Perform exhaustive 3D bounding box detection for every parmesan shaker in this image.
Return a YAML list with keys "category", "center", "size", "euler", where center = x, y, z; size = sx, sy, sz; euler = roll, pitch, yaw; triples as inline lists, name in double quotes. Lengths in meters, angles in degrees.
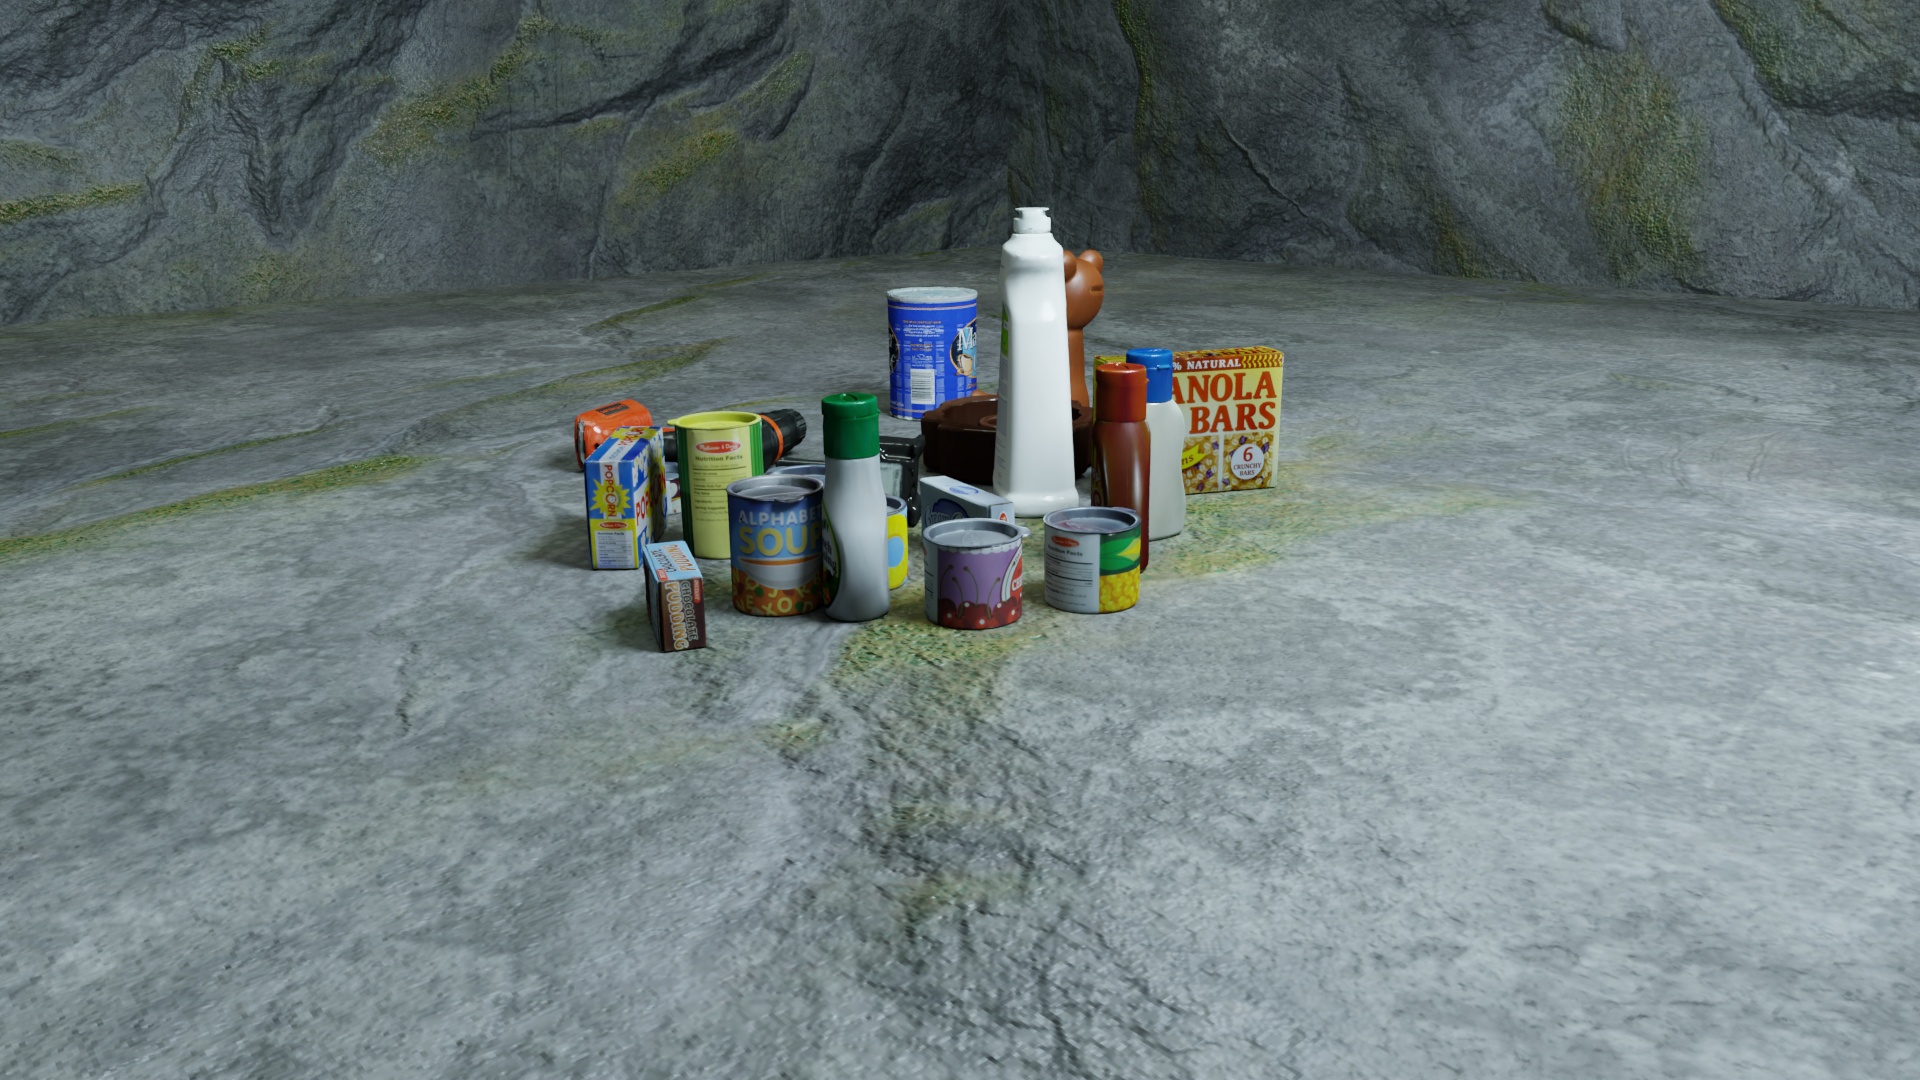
- category: "parmesan shaker"
  center: [-0.188, -0.043, 1.074]
  size: [0.071, 0.102, 0.071]
  euler: [-1, 16, 0]

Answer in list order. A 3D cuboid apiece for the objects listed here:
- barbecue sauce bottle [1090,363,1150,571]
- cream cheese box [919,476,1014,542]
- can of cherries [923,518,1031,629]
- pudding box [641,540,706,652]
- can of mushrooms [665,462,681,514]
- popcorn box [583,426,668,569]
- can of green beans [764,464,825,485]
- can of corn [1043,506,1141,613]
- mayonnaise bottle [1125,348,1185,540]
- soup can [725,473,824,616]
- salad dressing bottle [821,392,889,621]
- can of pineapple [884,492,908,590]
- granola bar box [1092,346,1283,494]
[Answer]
- category: "barbecue sauce bottle"
  center: [0.117, -0.054, 1.017]
  size: [0.044, 0.148, 0.065]
  euler: [-2, 16, -3]
- category: "cream cheese box"
  center: [0.004, -0.013, 1.051]
  size: [0.024, 0.053, 0.104]
  euler: [-10, 19, -29]
- category: "can of cherries"
  center: [0.011, 0.022, 0.922]
  size: [0.071, 0.058, 0.072]
  euler: [-1, 16, 0]
- category: "pudding box"
  center: [-0.186, 0.035, 0.901]
  size: [0.030, 0.049, 0.084]
  euler: [-6, 17, -18]
- category: "can of mushrooms"
  center: [-0.264, -0.045, 1.207]
  size: [0.071, 0.033, 0.071]
  euler: [-1, 16, 0]
- category: "popcorn box"
  center: [-0.259, -0.036, 1.082]
  size: [0.038, 0.085, 0.127]
  euler: [-1, 16, -2]
- category: "can of green beans"
  center: [-0.119, -0.024, 1.085]
  size: [0.071, 0.057, 0.071]
  euler: [-1, 16, 0]
- category: "can of corn"
  center: [0.092, 0.012, 0.952]
  size: [0.071, 0.058, 0.071]
  euler: [-1, 16, 0]
- category: "mayonnaise bottle"
  center: [0.147, -0.075, 1.088]
  size: [0.065, 0.147, 0.041]
  euler: [-10, 18, -28]
- category: "soup can"
  center: [-0.124, 0.003, 0.946]
  size: [0.071, 0.083, 0.071]
  euler: [-1, 16, 0]
- category: "salad dressing bottle"
  center: [-0.071, -0.022, 0.918]
  size: [0.044, 0.147, 0.064]
  euler: [-4, 16, -12]
- category: "can of pineapple"
  center: [-0.070, 0.001, 0.997]
  size: [0.071, 0.057, 0.071]
  euler: [-1, 16, 0]
- category: "granola bar box"
  center: [0.199, -0.104, 1.230]
  size: [0.166, 0.123, 0.039]
  euler: [-5, 16, -14]
